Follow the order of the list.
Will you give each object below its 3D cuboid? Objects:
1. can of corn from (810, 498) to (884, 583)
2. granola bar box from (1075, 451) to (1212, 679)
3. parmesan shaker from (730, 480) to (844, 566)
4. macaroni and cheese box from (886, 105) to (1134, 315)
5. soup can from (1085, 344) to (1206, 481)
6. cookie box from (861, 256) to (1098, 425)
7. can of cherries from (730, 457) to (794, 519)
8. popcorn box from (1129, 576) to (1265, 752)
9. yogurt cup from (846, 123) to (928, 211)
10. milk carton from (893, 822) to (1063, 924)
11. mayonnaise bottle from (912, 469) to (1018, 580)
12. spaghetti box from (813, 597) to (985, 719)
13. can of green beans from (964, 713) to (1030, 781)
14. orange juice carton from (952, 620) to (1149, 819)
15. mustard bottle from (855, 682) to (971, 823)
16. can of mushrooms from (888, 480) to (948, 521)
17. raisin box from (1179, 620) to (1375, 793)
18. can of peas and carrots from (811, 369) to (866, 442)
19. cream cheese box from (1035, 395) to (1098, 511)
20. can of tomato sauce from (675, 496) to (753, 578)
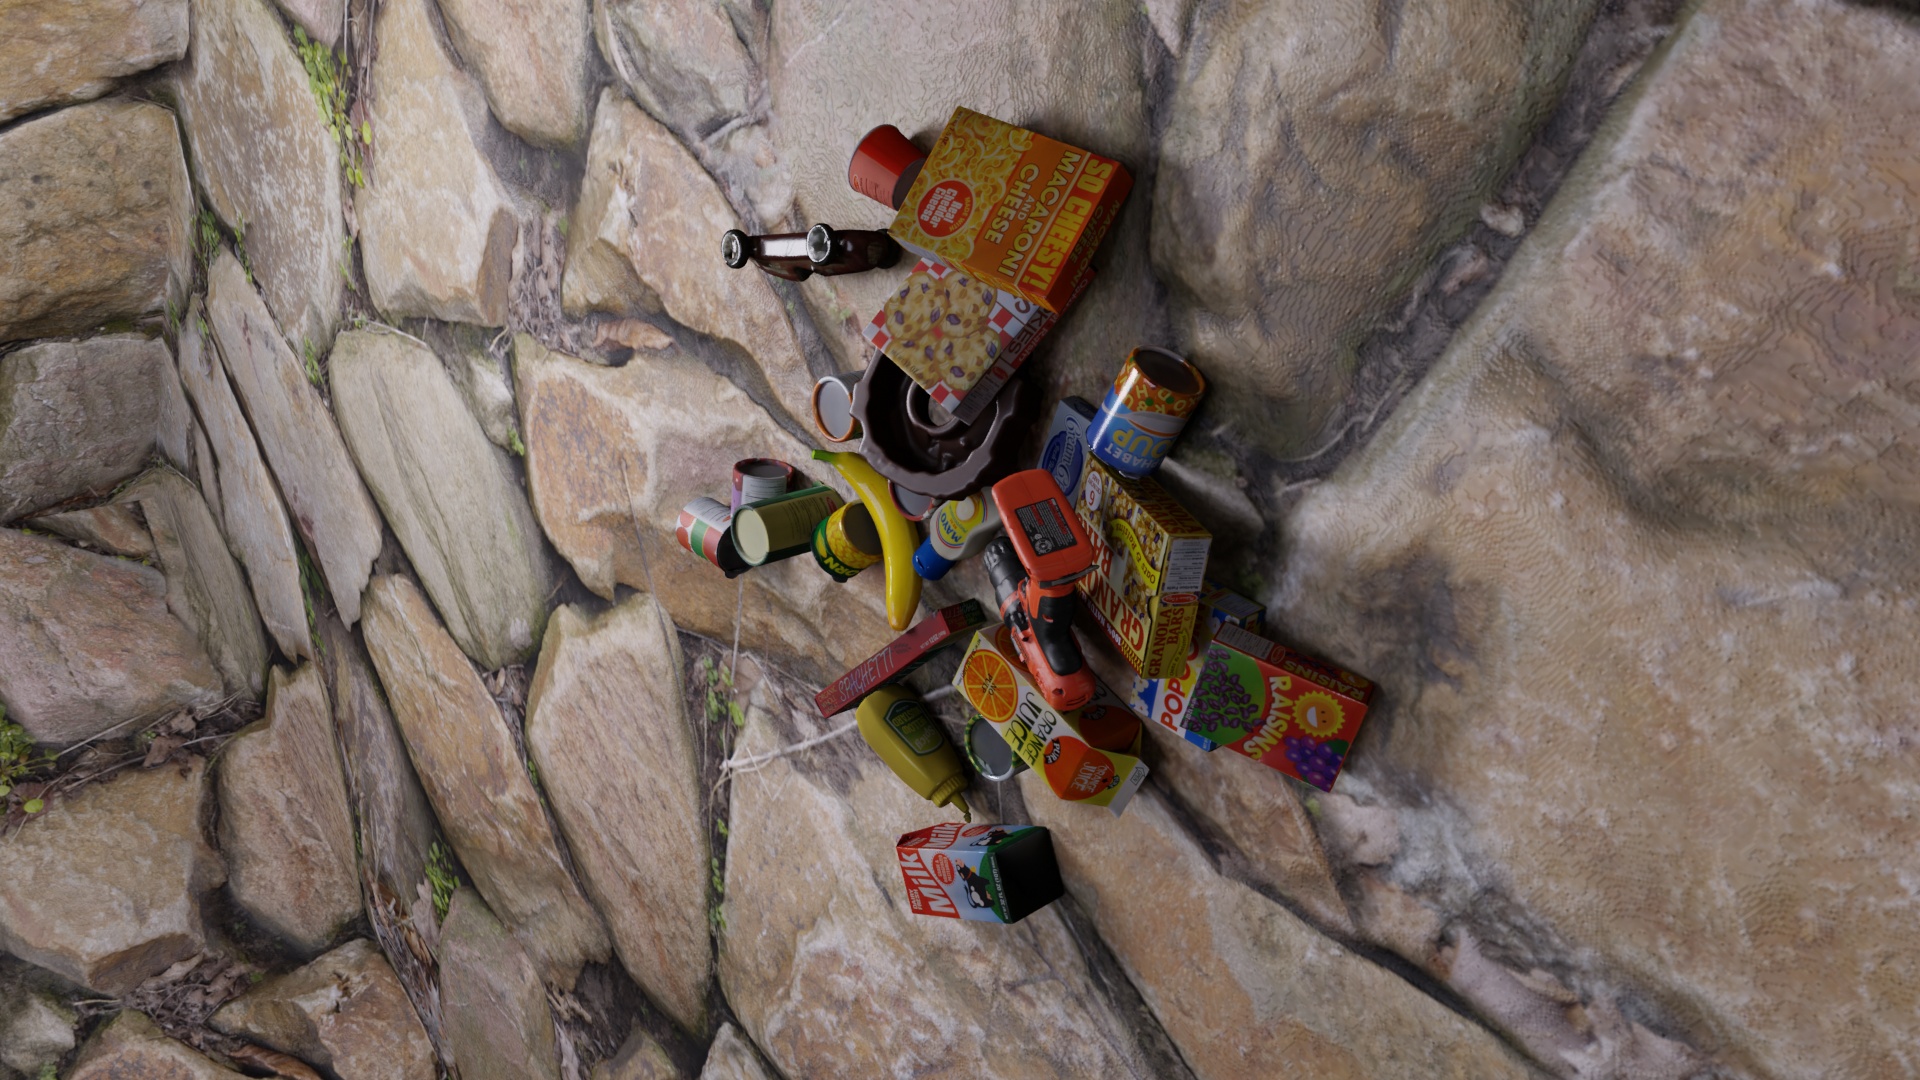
[{"bbox_3d":[-0.107,0.000,1.391,0.058,0.071,0.071,-30,80,46],"label":"can of corn"},{"bbox_3d":[0.137,0.016,1.109,0.166,0.039,0.123,-124,37,-59],"label":"granola bar box"},{"bbox_3d":[-0.178,-0.018,1.433,0.071,0.103,0.071,17,114,43],"label":"parmesan shaker"},{"bbox_3d":[0.039,-0.269,1.124,0.167,0.040,0.123,29,89,30],"label":"macaroni and cheese box"},{"bbox_3d":[0.146,-0.100,1.093,0.071,0.071,0.083,48,132,25],"label":"soup can"},{"bbox_3d":[0.015,-0.199,1.166,0.167,0.040,0.123,-50,62,7],"label":"cookie box"},{"bbox_3d":[-0.213,-0.052,1.489,0.071,0.072,0.058,26,120,39],"label":"can of cherries"},{"bbox_3d":[0.191,0.097,1.129,0.085,0.038,0.126,29,122,38],"label":"popcorn box"},{"bbox_3d":[-0.060,-0.331,1.246,0.054,0.073,0.072,39,128,22],"label":"yogurt cup"},{"bbox_3d":[0.003,0.325,1.370,0.190,0.074,0.072,-12,93,48],"label":"milk carton"},{"bbox_3d":[0.005,-0.016,1.288,0.065,0.041,0.147,58,135,18],"label":"mayonnaise bottle"},{"bbox_3d":[-0.066,0.122,1.398,0.249,0.050,0.029,-37,74,46],"label":"spaghetti box"},{"bbox_3d":[0.046,0.184,1.293,0.071,0.058,0.071,16,113,43],"label":"can of green beans"},{"bbox_3d":[0.088,0.157,1.230,0.193,0.073,0.071,45,130,27],"label":"orange juice carton"},{"bbox_3d":[-0.037,0.217,1.390,0.160,0.065,0.048,48,137,18],"label":"mustard bottle"},{"bbox_3d":[-0.037,-0.051,1.327,0.071,0.033,0.070,16,113,42],"label":"can of mushrooms"},{"bbox_3d":[0.240,0.126,1.055,0.123,0.040,0.085,23,117,16],"label":"raisin box"},{"bbox_3d":[-0.103,-0.129,1.354,0.071,0.059,0.070,17,114,43],"label":"can of peas and carrots"},{"bbox_3d":[0.095,-0.066,1.190,0.053,0.024,0.103,39,127,30],"label":"cream cheese box"},{"bbox_3d":[-0.271,-0.004,1.562,0.083,0.071,0.071,25,119,40],"label":"can of tomato sauce"}]
